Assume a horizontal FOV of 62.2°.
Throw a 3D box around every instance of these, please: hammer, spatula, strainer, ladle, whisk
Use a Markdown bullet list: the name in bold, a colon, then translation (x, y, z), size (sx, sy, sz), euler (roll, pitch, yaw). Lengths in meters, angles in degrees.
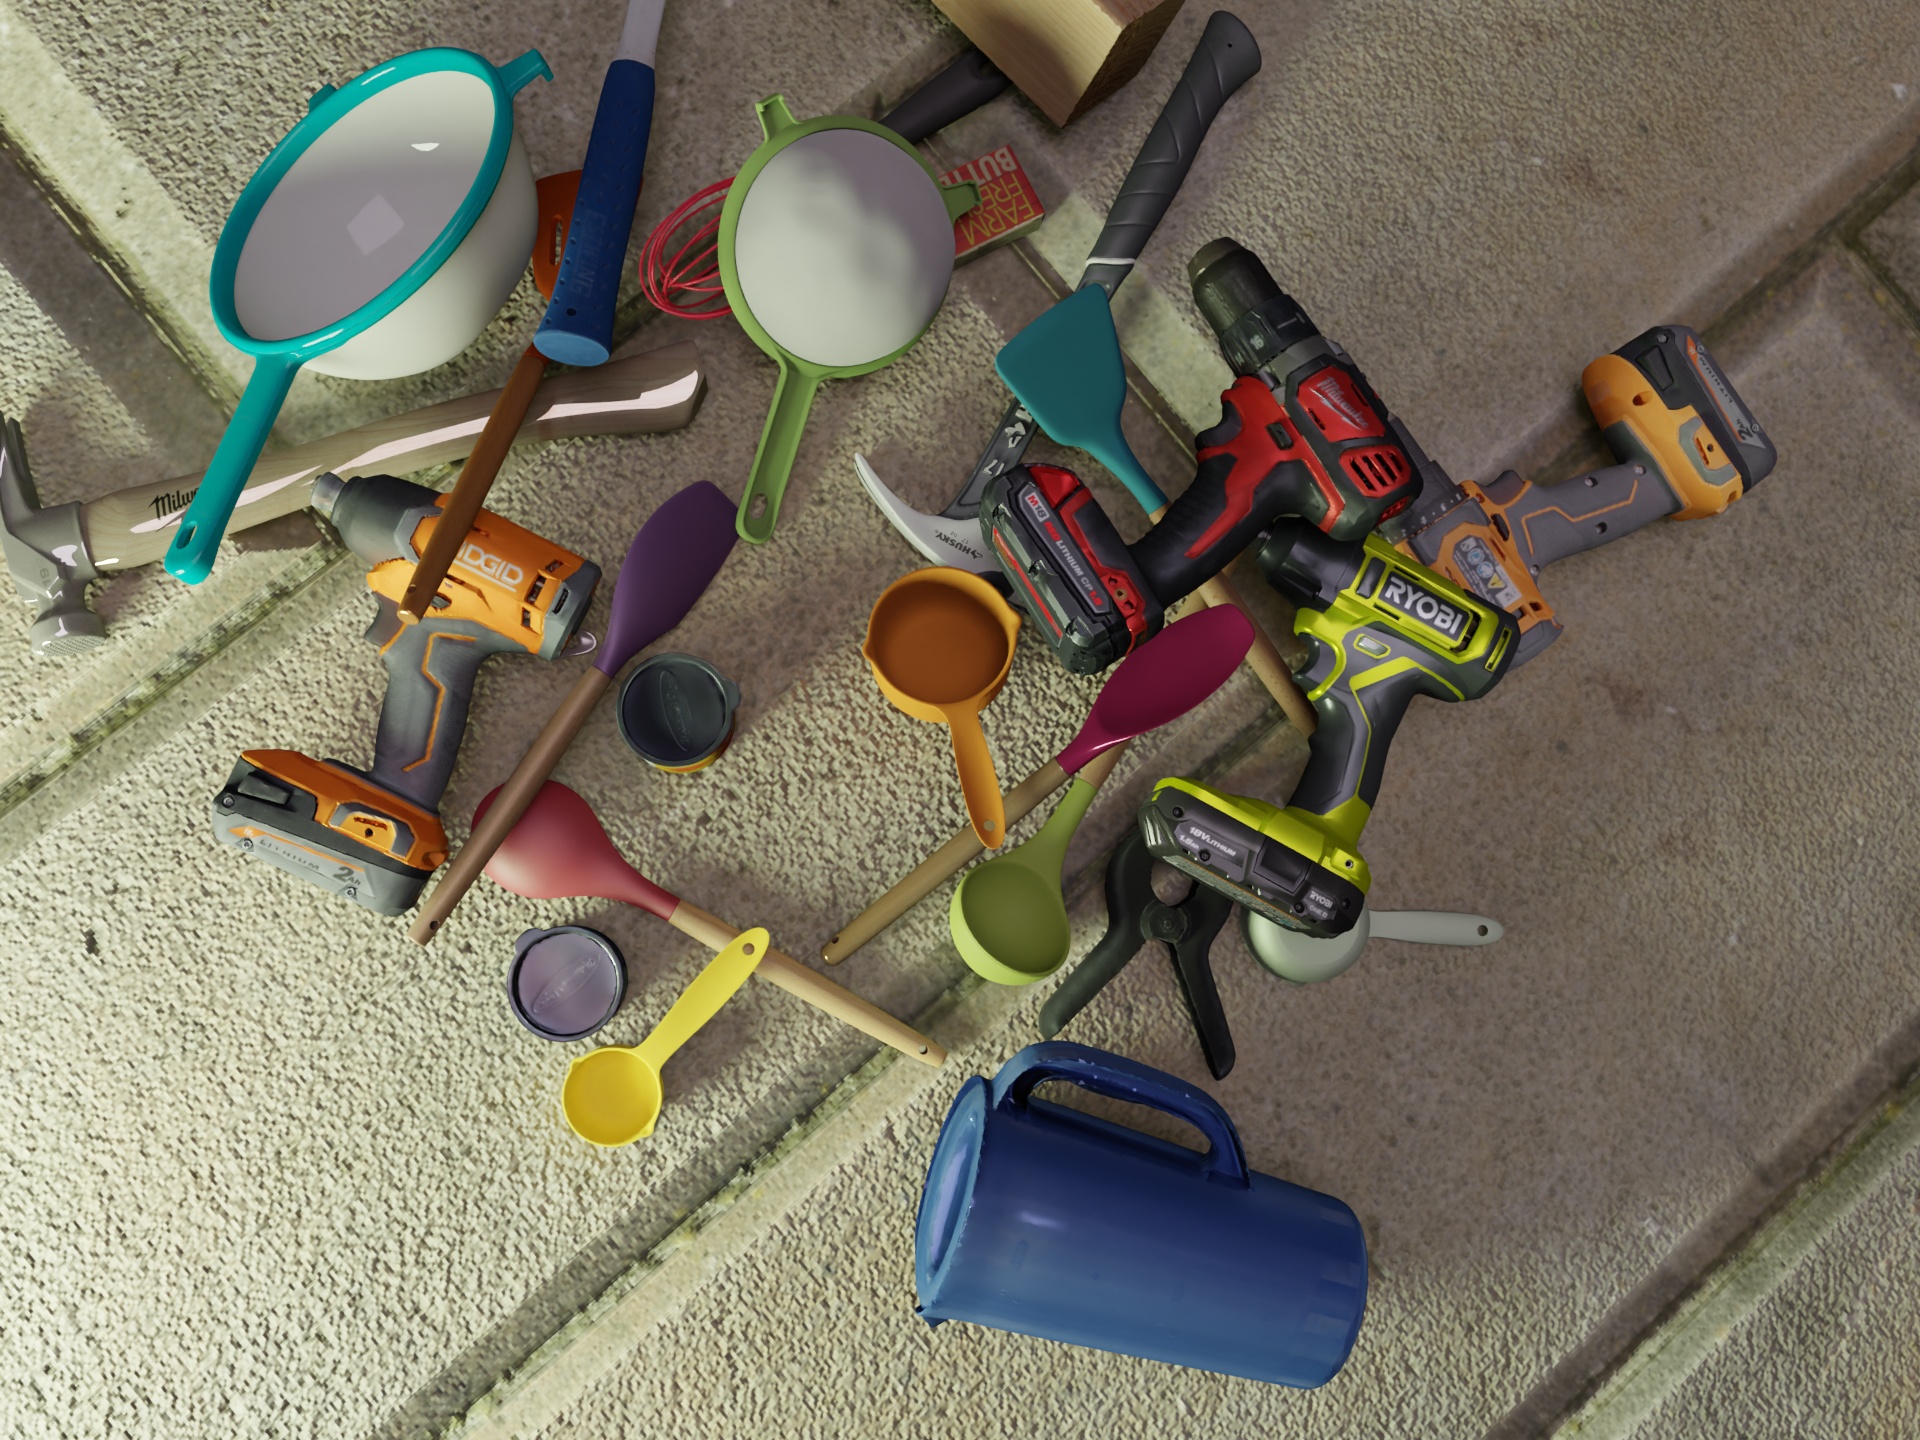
- **hammer**: translation (-0.355, -0.165, 0.942), size (0.410, 0.038, 0.146), euler (-17, 85, -8)
- **spatula**: translation (-0.224, -0.008, 0.922), size (0.059, 0.018, 0.316), euler (44, 71, -41)
- **strainer**: translation (-0.334, -0.213, 0.889), size (0.211, 0.095, 0.340), euler (6, 69, 31)
- **spatula**: translation (0.136, -0.108, 0.956), size (0.082, 0.044, 0.317), euler (-38, 97, -11)
- **hammer**: translation (-0.187, -0.396, 0.946), size (0.144, 0.035, 0.406), euler (9, 72, -6)
- **ladle**: translation (0.095, 0.016, 0.962), size (0.078, 0.062, 0.320), euler (34, 79, -10)
- **ladle**: translation (-0.147, 0.126, 0.940), size (0.315, 0.031, 0.069), euler (29, 82, -4)
- **hammer**: translation (0.080, -0.273, 1.000), size (0.149, 0.036, 0.409), euler (28, 82, -2)
- **whisk**: translation (-0.074, -0.339, 0.981), size (0.296, 0.073, 0.073), euler (-39, 89, -15)
- **spatula**: translation (-0.256, -0.192, 0.905), size (0.081, 0.041, 0.323), euler (2, 57, 20)
- **strainer**: translation (-0.076, -0.222, 0.930), size (0.151, 0.069, 0.256), euler (14, 100, -32)

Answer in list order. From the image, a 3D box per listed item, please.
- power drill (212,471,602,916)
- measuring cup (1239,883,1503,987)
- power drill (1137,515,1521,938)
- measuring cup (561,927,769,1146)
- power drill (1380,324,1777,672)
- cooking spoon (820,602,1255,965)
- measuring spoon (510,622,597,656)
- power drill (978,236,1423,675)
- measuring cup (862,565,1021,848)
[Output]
- **power drill**: translation (-0.325, -0.023, 0.895), size (0.164, 0.084, 0.226), euler (27, 84, -11)
- **measuring cup**: translation (0.257, 0.125, 0.974), size (0.167, 0.038, 0.083), euler (4, 84, -4)
- **power drill**: translation (0.203, -0.002, 0.927), size (0.171, 0.080, 0.223), euler (29, 81, -1)
- **measuring cup**: translation (-0.166, 0.180, 0.926), size (0.062, 0.029, 0.156), euler (43, 84, -1)
- **power drill**: translation (0.365, -0.158, 0.998), size (0.226, 0.084, 0.185), euler (-34, 88, -3)
- **cooking spoon**: translation (0.040, 0.042, 0.922), size (0.319, 0.069, 0.017), euler (-40, 129, 10)
- **measuring spoon**: translation (-0.281, -0.051, 0.951), size (0.124, 0.018, 0.034), euler (4, 92, -12)
- **power drill**: translation (0.121, -0.149, 0.888), size (0.226, 0.080, 0.188), euler (-31, 82, -5)
- **measuring cup**: translation (-0.001, -0.003, 0.941), size (0.095, 0.052, 0.174), euler (-13, 75, -6)
